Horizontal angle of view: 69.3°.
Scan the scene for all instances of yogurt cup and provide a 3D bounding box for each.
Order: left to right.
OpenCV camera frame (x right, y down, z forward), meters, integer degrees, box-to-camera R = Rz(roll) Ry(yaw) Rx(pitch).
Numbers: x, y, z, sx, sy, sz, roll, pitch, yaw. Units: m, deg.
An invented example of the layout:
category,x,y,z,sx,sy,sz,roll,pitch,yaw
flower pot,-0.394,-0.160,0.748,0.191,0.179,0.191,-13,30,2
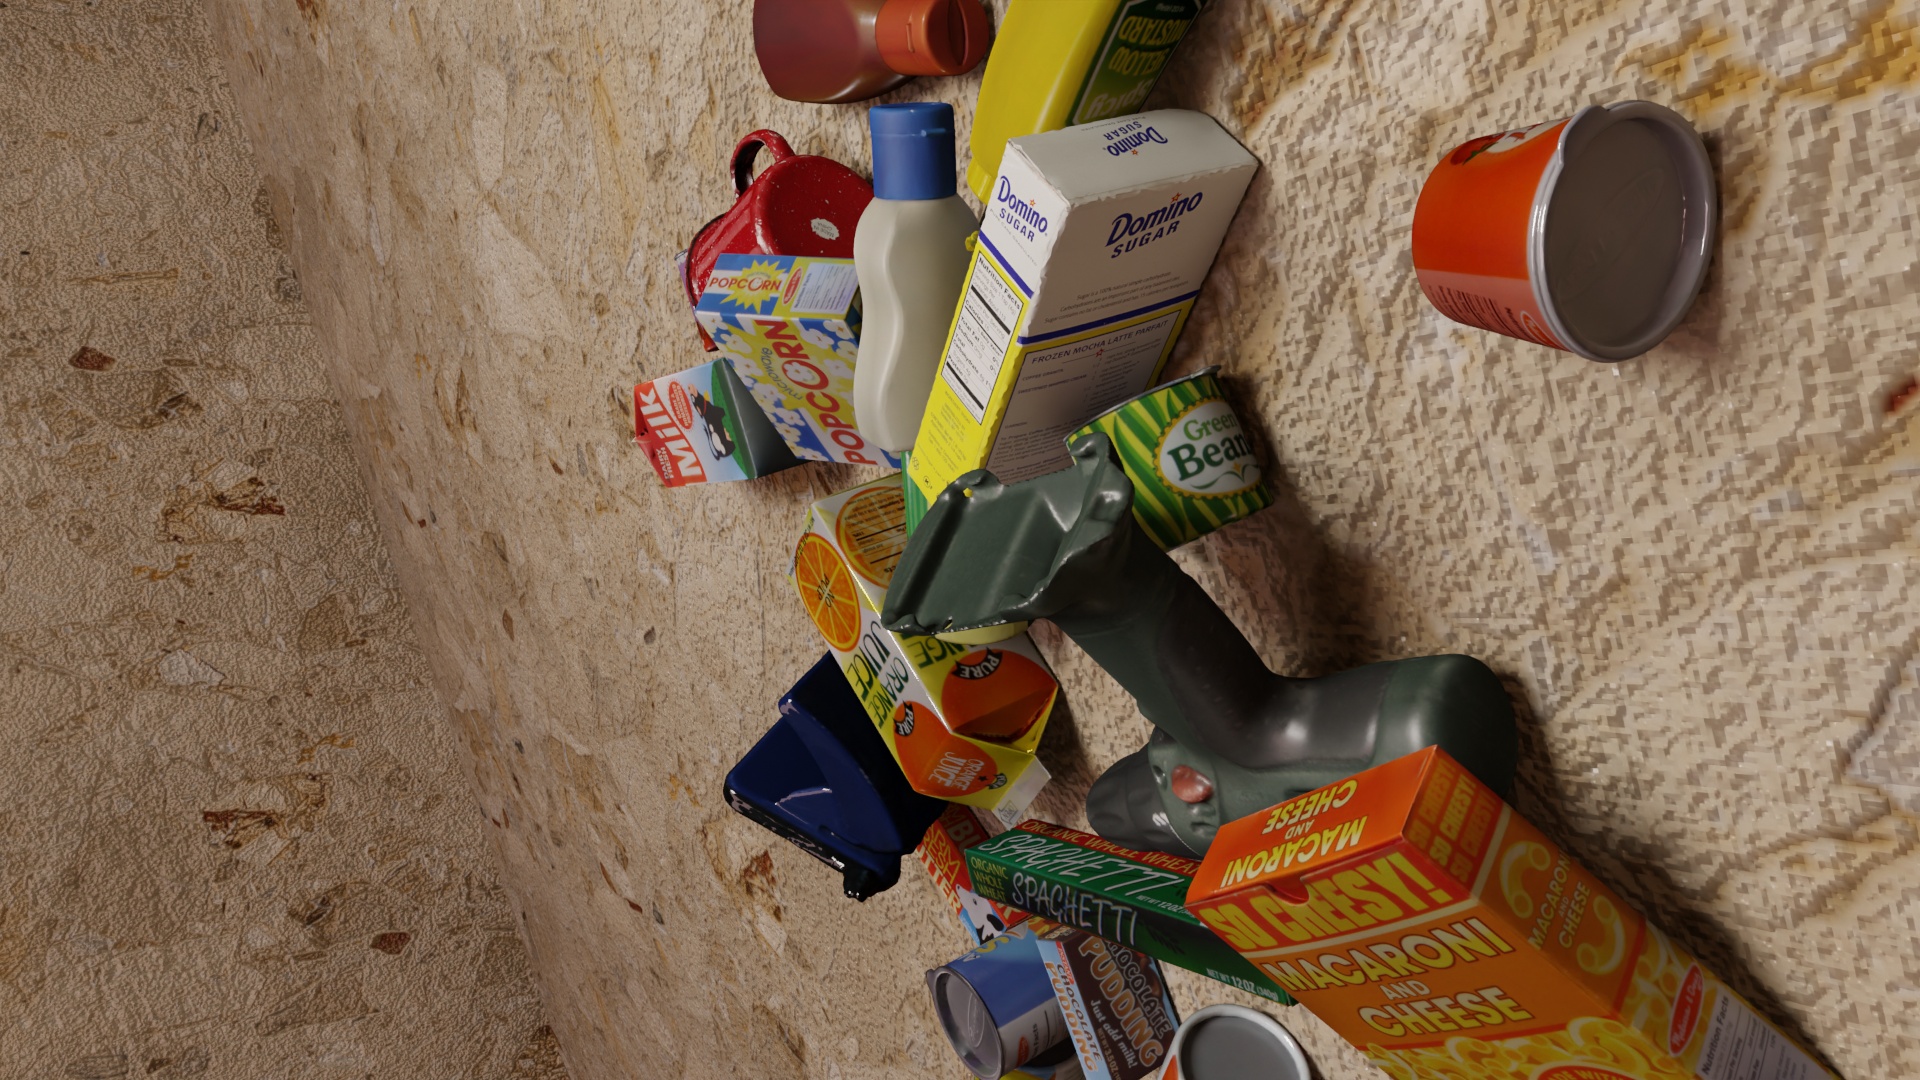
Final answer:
category,x,y,z,sx,sy,sz,roll,pitch,yaw
yogurt cup,0.164,-0.085,0.386,0.054,0.072,0.072,24,127,61

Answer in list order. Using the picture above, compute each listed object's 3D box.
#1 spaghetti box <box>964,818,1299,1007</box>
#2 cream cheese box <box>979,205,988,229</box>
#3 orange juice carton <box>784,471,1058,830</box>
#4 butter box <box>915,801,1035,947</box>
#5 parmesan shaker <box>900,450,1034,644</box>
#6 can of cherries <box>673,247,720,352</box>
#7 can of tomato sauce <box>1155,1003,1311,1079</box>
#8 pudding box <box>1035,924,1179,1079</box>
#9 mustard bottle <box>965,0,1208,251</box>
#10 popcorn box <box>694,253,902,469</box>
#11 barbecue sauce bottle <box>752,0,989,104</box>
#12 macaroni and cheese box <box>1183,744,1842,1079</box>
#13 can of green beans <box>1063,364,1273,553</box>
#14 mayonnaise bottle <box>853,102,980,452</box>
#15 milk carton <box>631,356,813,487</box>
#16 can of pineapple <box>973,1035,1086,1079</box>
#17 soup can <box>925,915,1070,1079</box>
category,x,y,z,sx,sy,sz,roll,pitch,yaw
spaghetti box,0.086,0.174,0.678,0.249,0.050,0.028,-3,103,59
cream cheese box,0.036,-0.136,0.602,0.053,0.024,0.103,55,147,22
orange juice carton,-0.014,0.062,0.751,0.193,0.073,0.071,57,146,21
butter box,0.004,0.202,0.852,0.104,0.024,0.052,53,146,27
parmesan shaker,0.002,-0.009,0.685,0.071,0.071,0.102,32,134,46
can of cherries,-0.128,-0.147,0.815,0.071,0.072,0.058,-6,103,59
can of tomato sauce,0.125,0.272,0.658,0.071,0.071,0.082,45,141,35
pudding box,0.079,0.237,0.727,0.030,0.050,0.083,-22,88,61
mustard bottle,0.040,-0.169,0.516,0.049,0.065,0.159,51,134,23
popcorn box,-0.064,-0.086,0.691,0.085,0.038,0.126,8,152,25
barbecue sauce bottle,-0.045,-0.238,0.653,0.149,0.044,0.064,24,128,50
macaroni and cheese box,0.174,0.148,0.459,0.166,0.040,0.123,39,147,-4
can of green beans,0.082,-0.027,0.549,0.071,0.071,0.058,-33,80,59
mayonnaise bottle,-0.018,-0.116,0.616,0.041,0.065,0.147,28,126,52
milk carton,-0.148,-0.079,0.885,0.190,0.072,0.073,0,108,59
can of pineapple,0.040,0.299,0.808,0.071,0.071,0.057,38,137,42
soup can,0.035,0.247,0.770,0.071,0.084,0.071,35,135,45
